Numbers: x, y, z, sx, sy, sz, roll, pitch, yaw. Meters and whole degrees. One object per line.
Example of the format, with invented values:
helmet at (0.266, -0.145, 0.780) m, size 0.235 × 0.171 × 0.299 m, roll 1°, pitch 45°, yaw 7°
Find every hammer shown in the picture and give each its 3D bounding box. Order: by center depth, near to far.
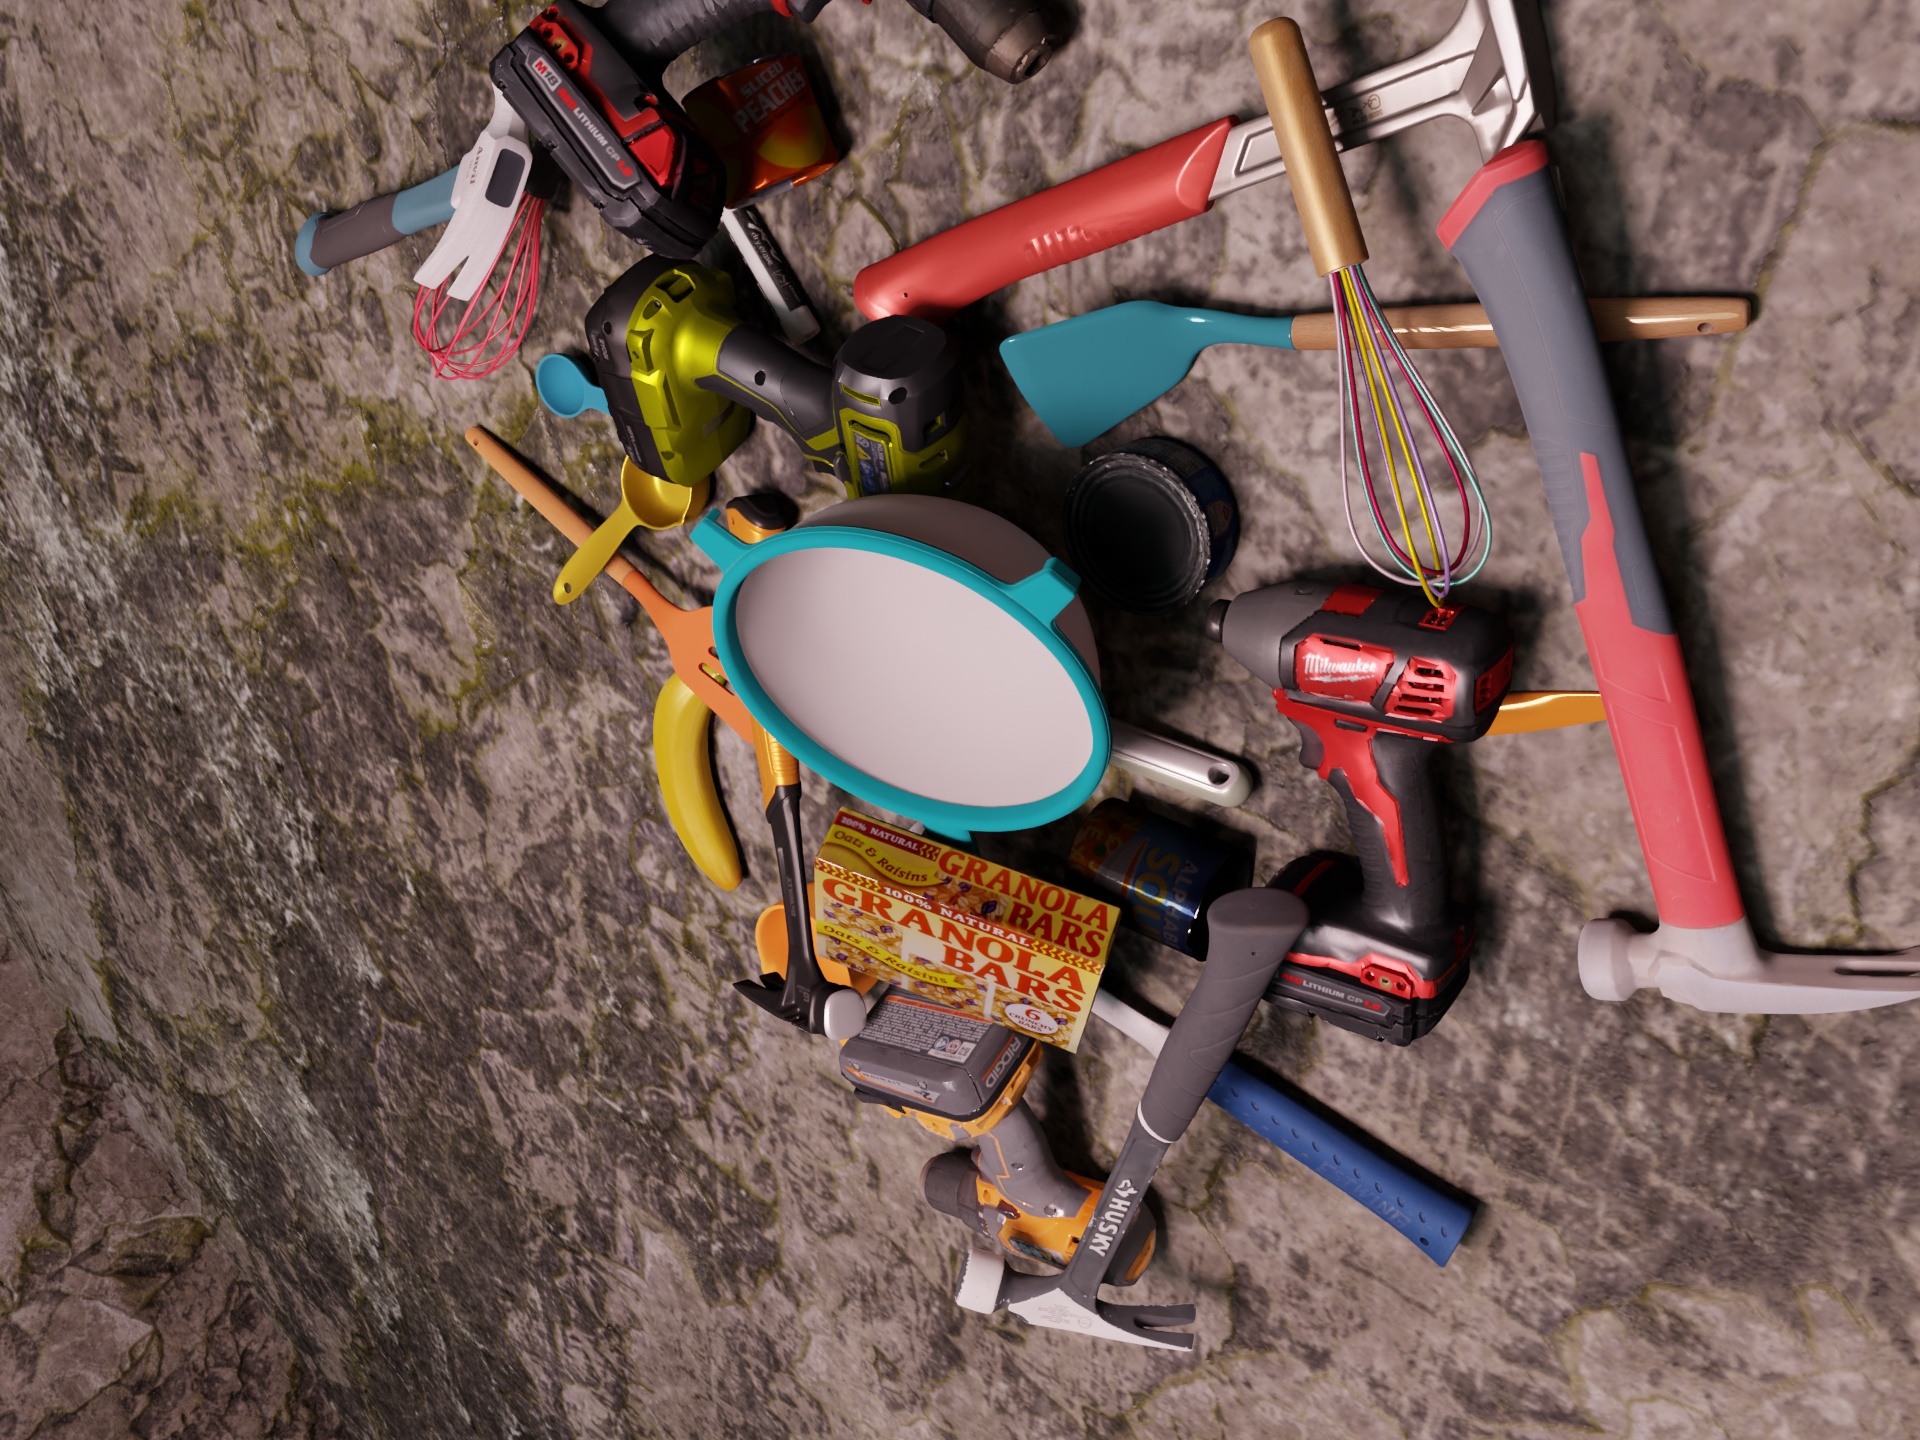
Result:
hammer at (0.285, -0.045, 0.646) m, size 0.143 × 0.038 × 0.386 m, roll -6°, pitch 115°, yaw 40°
hammer at (0.084, -0.250, 0.723) m, size 0.359 × 0.037 × 0.149 m, roll -7°, pitch 110°, yaw 42°
hammer at (0.108, 0.234, 0.874) m, size 0.149 × 0.036 × 0.408 m, roll 16°, pitch 132°, yaw 0°
hammer at (0.116, 0.185, 0.951) m, size 0.406 × 0.035 × 0.144 m, roll 31°, pitch 131°, yaw 23°
hammer at (-0.117, 0.027, 1.003) m, size 0.127 × 0.034 × 0.337 m, roll 7°, pitch 104°, yaw 55°
hammer at (-0.356, -0.322, 1.010) m, size 0.331 × 0.033 × 0.128 m, roll 9°, pitch 85°, yaw 50°

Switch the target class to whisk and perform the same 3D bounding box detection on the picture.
whisk at (0.163, -0.163, 0.645) m, size 0.051 × 0.047 × 0.245 m, roll -9°, pitch 102°, yaw 55°
whisk at (0.049, -0.002, 0.893) m, size 0.246 × 0.058 × 0.059 m, roll 21°, pitch 161°, yaw 25°
whisk at (-0.267, -0.312, 0.972) m, size 0.073 × 0.073 × 0.295 m, roll 50°, pitch 130°, yaw 5°

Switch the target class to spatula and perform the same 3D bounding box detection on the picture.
spatula at (0.169, -0.161, 0.696) m, size 0.318 × 0.044 × 0.082 m, roll 6°, pitch 154°, yaw 35°
spatula at (-0.231, -0.108, 1.076) m, size 0.323 × 0.041 × 0.081 m, roll 41°, pitch 109°, yaw 23°

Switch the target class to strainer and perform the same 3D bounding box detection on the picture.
strainer at (-0.001, -0.003, 0.855) m, size 0.211 × 0.095 × 0.340 m, roll 10°, pitch 143°, yaw 21°

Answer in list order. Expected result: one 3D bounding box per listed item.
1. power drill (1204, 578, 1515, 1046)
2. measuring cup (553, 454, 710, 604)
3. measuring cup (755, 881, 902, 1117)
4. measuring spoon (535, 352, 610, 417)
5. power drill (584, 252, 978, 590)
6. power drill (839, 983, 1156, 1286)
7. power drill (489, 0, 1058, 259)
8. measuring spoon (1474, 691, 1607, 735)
power drill at (0.185, 0.037, 0.773) m, size 0.143 × 0.078 × 0.219 m, roll 16°, pitch 124°, yaw 33°
measuring cup at (-0.217, -0.125, 1.036) m, size 0.156 × 0.029 × 0.062 m, roll -39°, pitch 81°, yaw 34°
measuring cup at (-0.072, 0.191, 1.104) m, size 0.095 × 0.052 × 0.173 m, roll -22°, pitch 101°, yaw 45°
measuring spoon at (-0.216, -0.206, 1.023) m, size 0.129 × 0.021 × 0.042 m, roll 20°, pitch 125°, yaw 19°
power drill at (-0.088, -0.155, 0.885) m, size 0.229 × 0.080 × 0.190 m, roll 27°, pitch 148°, yaw 26°
power drill at (0.009, 0.270, 1.038) m, size 0.185 × 0.084 × 0.226 m, roll 2°, pitch 133°, yaw 45°
power drill at (-0.084, -0.319, 0.743) m, size 0.226 × 0.080 × 0.188 m, roll -40°, pitch 86°, yaw 12°
measuring spoon at (0.264, -0.002, 0.732) m, size 0.117 × 0.011 × 0.021 m, roll -6°, pitch 110°, yaw 42°
